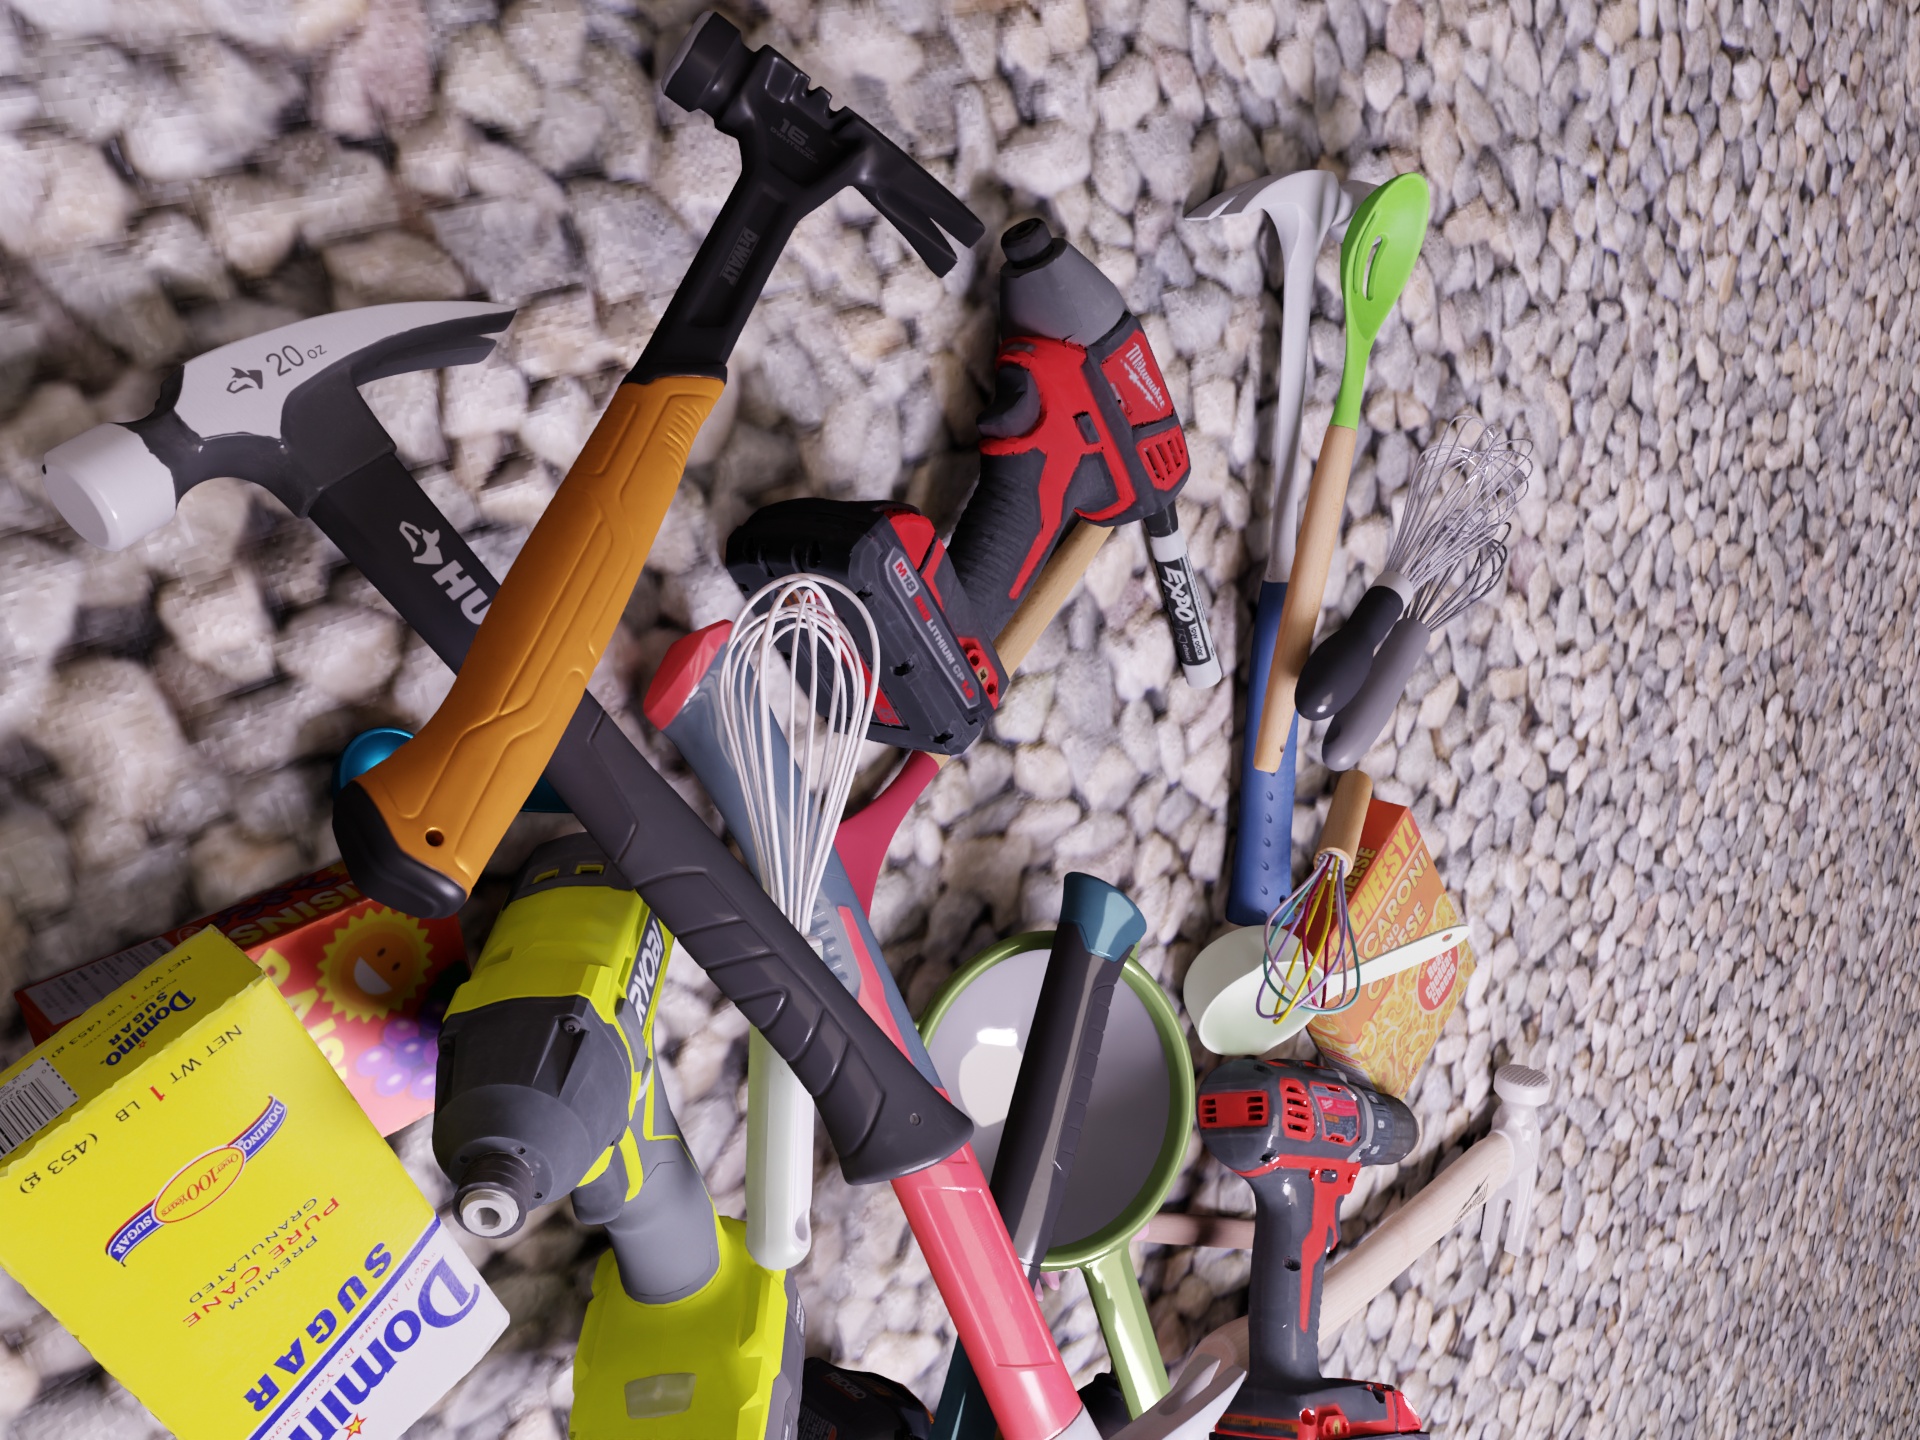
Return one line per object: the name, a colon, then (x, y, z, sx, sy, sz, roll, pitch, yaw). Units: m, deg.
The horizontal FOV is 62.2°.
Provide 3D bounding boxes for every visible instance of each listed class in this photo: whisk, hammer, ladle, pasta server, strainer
whisk: (0.248, -0.087, 0.878, 0.285, 0.070, 0.070, -47, 128, -38)
hammer: (-0.109, 0.015, 0.503, 0.334, 0.035, 0.146, 51, 52, -8)
ladle: (-0.001, -0.002, 0.714, 0.315, 0.031, 0.069, -54, 134, -25)
whisk: (0.269, -0.051, 0.939, 0.239, 0.055, 0.055, -50, 129, -34)
whisk: (-0.060, 0.070, 0.564, 0.057, 0.059, 0.246, 6, 85, -75)
pasta server: (0.120, 0.287, 0.886, 0.316, 0.040, 0.060, 23, 95, -46)
hammer: (0.022, 0.227, 0.673, 0.128, 0.033, 0.331, 23, 74, -23)
hammer: (-0.013, 0.137, 0.626, 0.143, 0.038, 0.386, -26, 96, -29)
hammer: (0.169, -0.086, 0.857, 0.144, 0.035, 0.405, -9, 105, -44)
strainer: (0.046, 0.223, 0.743, 0.151, 0.069, 0.256, -20, 93, -27)
whisk: (0.202, 0.087, 0.862, 0.245, 0.051, 0.047, -51, 138, -57)
hammer: (-0.094, -0.085, 0.508, 0.127, 0.034, 0.337, 32, 57, -20)
hammer: (0.277, 0.358, 1.041, 0.410, 0.038, 0.146, -14, 112, -44)

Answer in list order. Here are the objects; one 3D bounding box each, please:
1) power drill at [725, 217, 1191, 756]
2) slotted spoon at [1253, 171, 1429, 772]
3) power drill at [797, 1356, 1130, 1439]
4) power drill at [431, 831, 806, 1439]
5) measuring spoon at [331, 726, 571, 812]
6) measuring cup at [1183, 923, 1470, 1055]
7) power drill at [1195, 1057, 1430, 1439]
power drill: (0.010, -0.102, 0.672, 0.220, 0.079, 0.143, -51, 129, -29)
slotted spoon: (0.191, -0.127, 0.826, 0.070, 0.031, 0.314, 9, 94, -54)
power drill: (0.005, 0.365, 0.743, 0.226, 0.084, 0.164, 29, 77, -38)
power drill: (-0.118, 0.173, 0.549, 0.080, 0.171, 0.223, -10, 116, 4)
measuring spoon: (-0.167, 0.026, 0.565, 0.128, 0.021, 0.042, 4, 66, -53)
measuring cup: (0.202, 0.133, 0.884, 0.167, 0.038, 0.083, -18, 134, -11)
power drill: (0.209, 0.308, 0.897, 0.187, 0.080, 0.227, 20, 63, -44)
